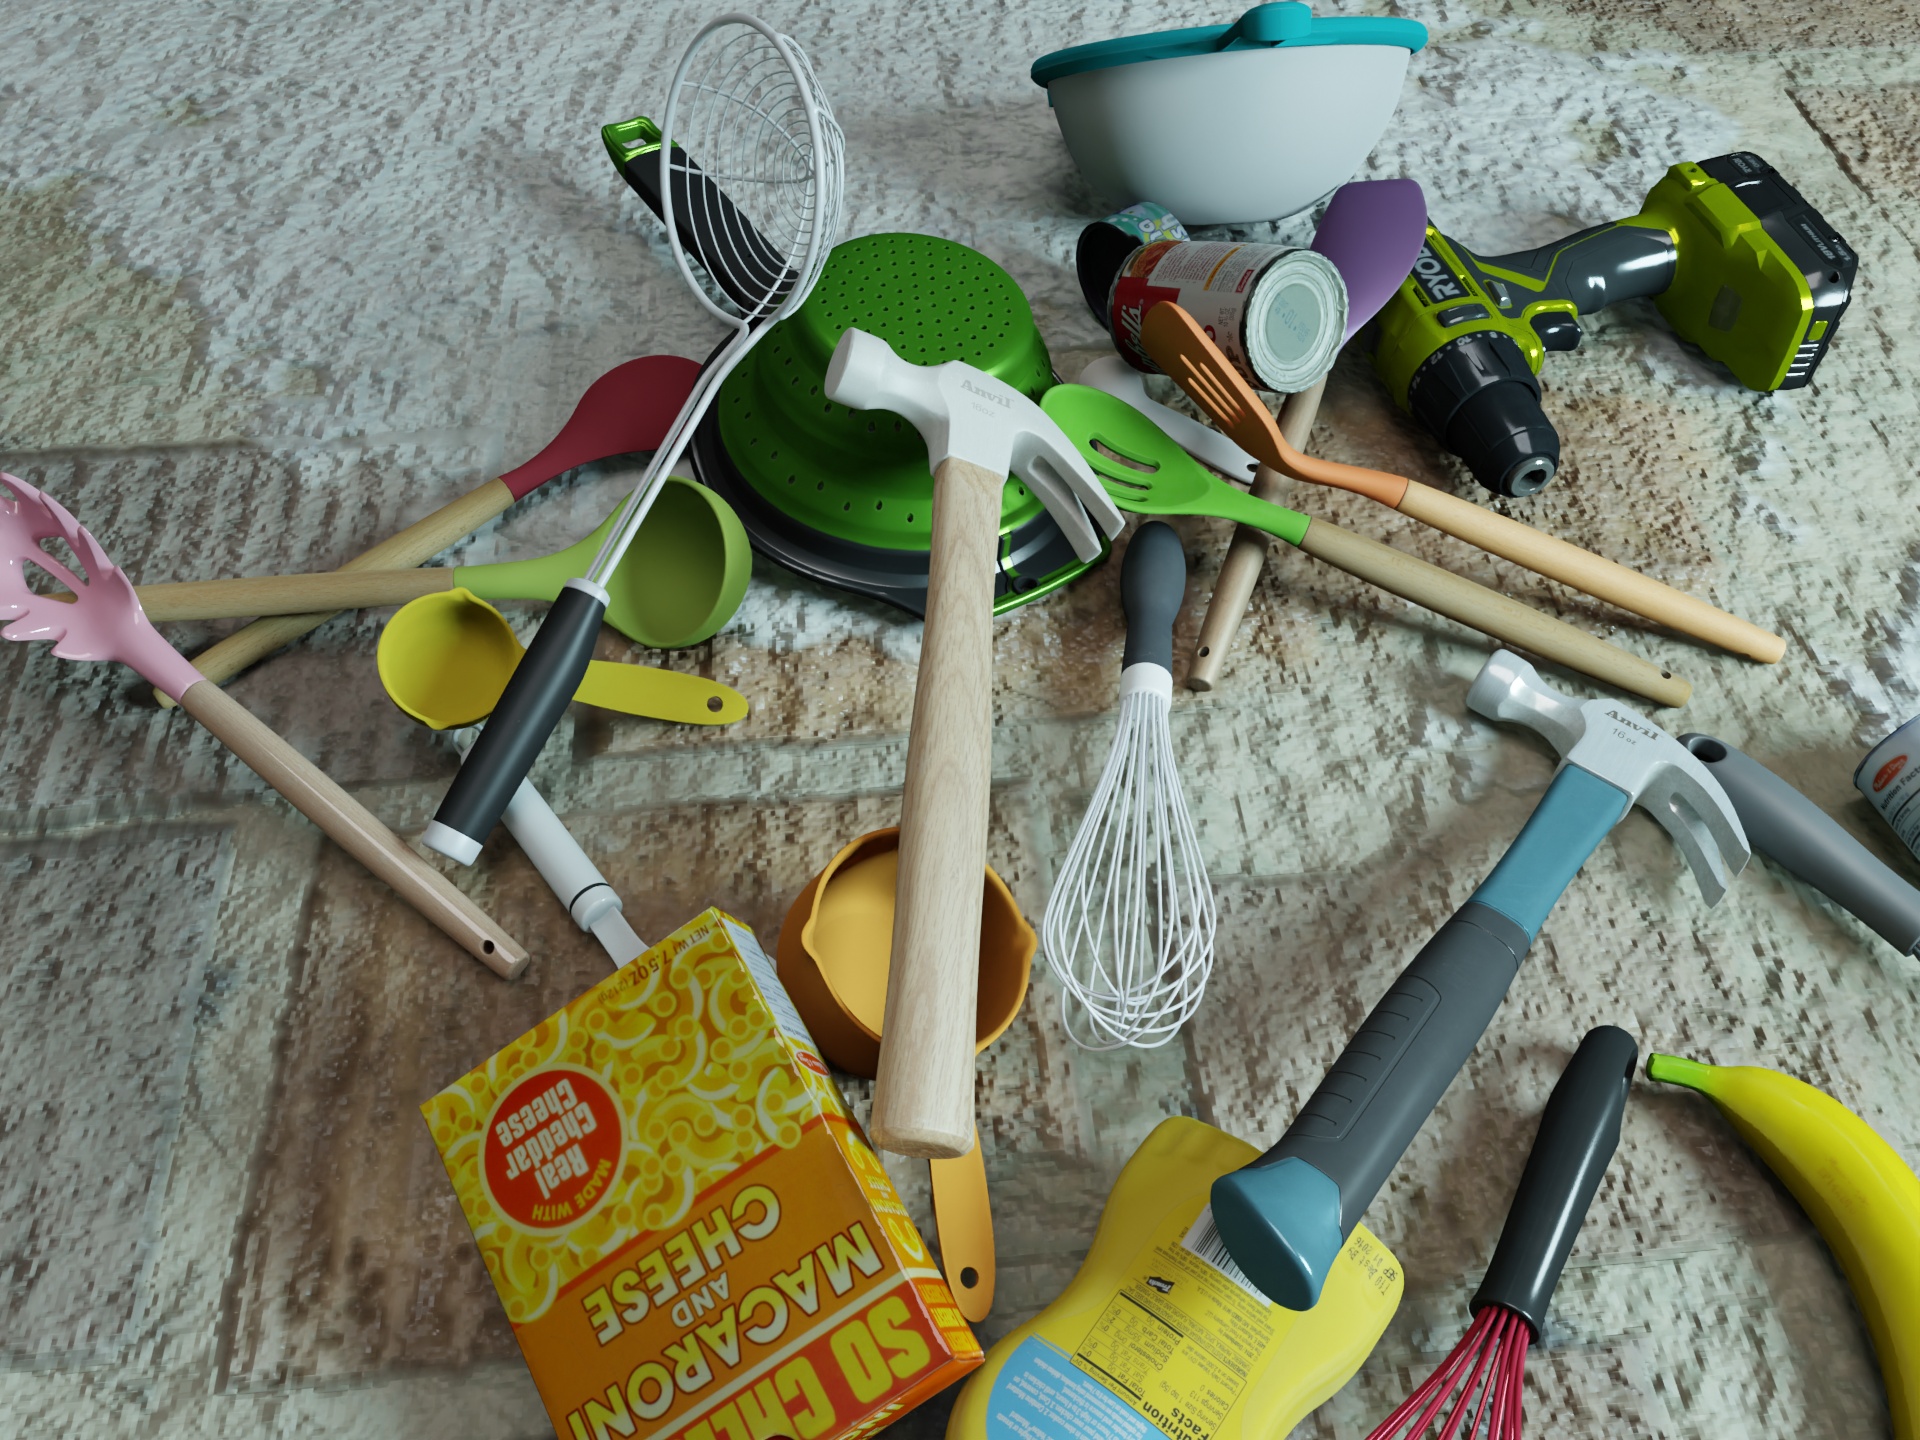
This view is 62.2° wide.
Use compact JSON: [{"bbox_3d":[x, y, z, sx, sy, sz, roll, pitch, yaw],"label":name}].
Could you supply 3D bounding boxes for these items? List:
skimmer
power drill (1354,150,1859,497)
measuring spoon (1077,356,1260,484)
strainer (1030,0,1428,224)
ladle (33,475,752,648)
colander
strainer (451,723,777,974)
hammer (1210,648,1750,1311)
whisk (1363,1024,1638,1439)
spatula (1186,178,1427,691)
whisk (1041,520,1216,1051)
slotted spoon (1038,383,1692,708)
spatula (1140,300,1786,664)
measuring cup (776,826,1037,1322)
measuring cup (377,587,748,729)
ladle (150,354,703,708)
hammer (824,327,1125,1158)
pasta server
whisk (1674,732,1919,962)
[{"bbox_3d":[-0.148,-0.120,0.657,0.127,0.090,0.363,9,68,50],"label":"skimmer"},{"bbox_3d":[0.323,-0.203,0.812,0.228,0.080,0.191,-13,52,-6],"label":"power drill"},{"bbox_3d":[0.112,-0.154,0.810,0.124,0.018,0.034,36,60,24],"label":"measuring spoon"},{"bbox_3d":[0.142,-0.300,0.810,0.211,0.095,0.340,-3,18,5],"label":"strainer"},{"bbox_3d":[-0.253,-0.061,0.703,0.320,0.062,0.078,-4,85,-7],"label":"ladle"},{"bbox_3d":[-0.073,-0.219,0.789,0.204,0.094,0.397,-26,61,-26],"label":"colander"},{"bbox_3d":[-0.140,0.079,0.622,0.087,0.050,0.259,-39,57,-11],"label":"strainer"},{"bbox_3d":[0.187,0.083,0.578,0.128,0.033,0.331,32,47,23],"label":"hammer"},{"bbox_3d":[0.168,0.209,0.509,0.073,0.073,0.296,26,52,19],"label":"whisk"},{"bbox_3d":[0.165,-0.149,0.767,0.060,0.018,0.316,9,63,32],"label":"spatula"},{"bbox_3d":[0.076,0.011,0.662,0.070,0.070,0.285,6,48,5],"label":"whisk"},{"bbox_3d":[0.177,-0.072,0.710,0.314,0.031,0.070,24,46,3],"label":"slotted spoon"},{"bbox_3d":[0.224,-0.101,0.715,0.322,0.081,0.041,23,89,-1],"label":"spatula"},{"bbox_3d":[-0.018,0.127,0.573,0.095,0.052,0.174,4,64,-29],"label":"measuring cup"},{"bbox_3d":[-0.171,-0.015,0.690,0.156,0.029,0.062,10,76,-19],"label":"measuring cup"},{"bbox_3d":[-0.241,-0.098,0.766,0.315,0.031,0.069,-38,62,-23],"label":"ladle"},{"bbox_3d":[-0.001,-0.002,0.601,0.130,0.031,0.332,17,57,-21],"label":"hammer"},{"bbox_3d":[-0.298,0.004,0.648,0.316,0.040,0.060,37,89,12],"label":"pasta server"},{"bbox_3d":[0.369,0.084,0.613,0.055,0.055,0.239,-27,52,-19],"label":"whisk"}]
